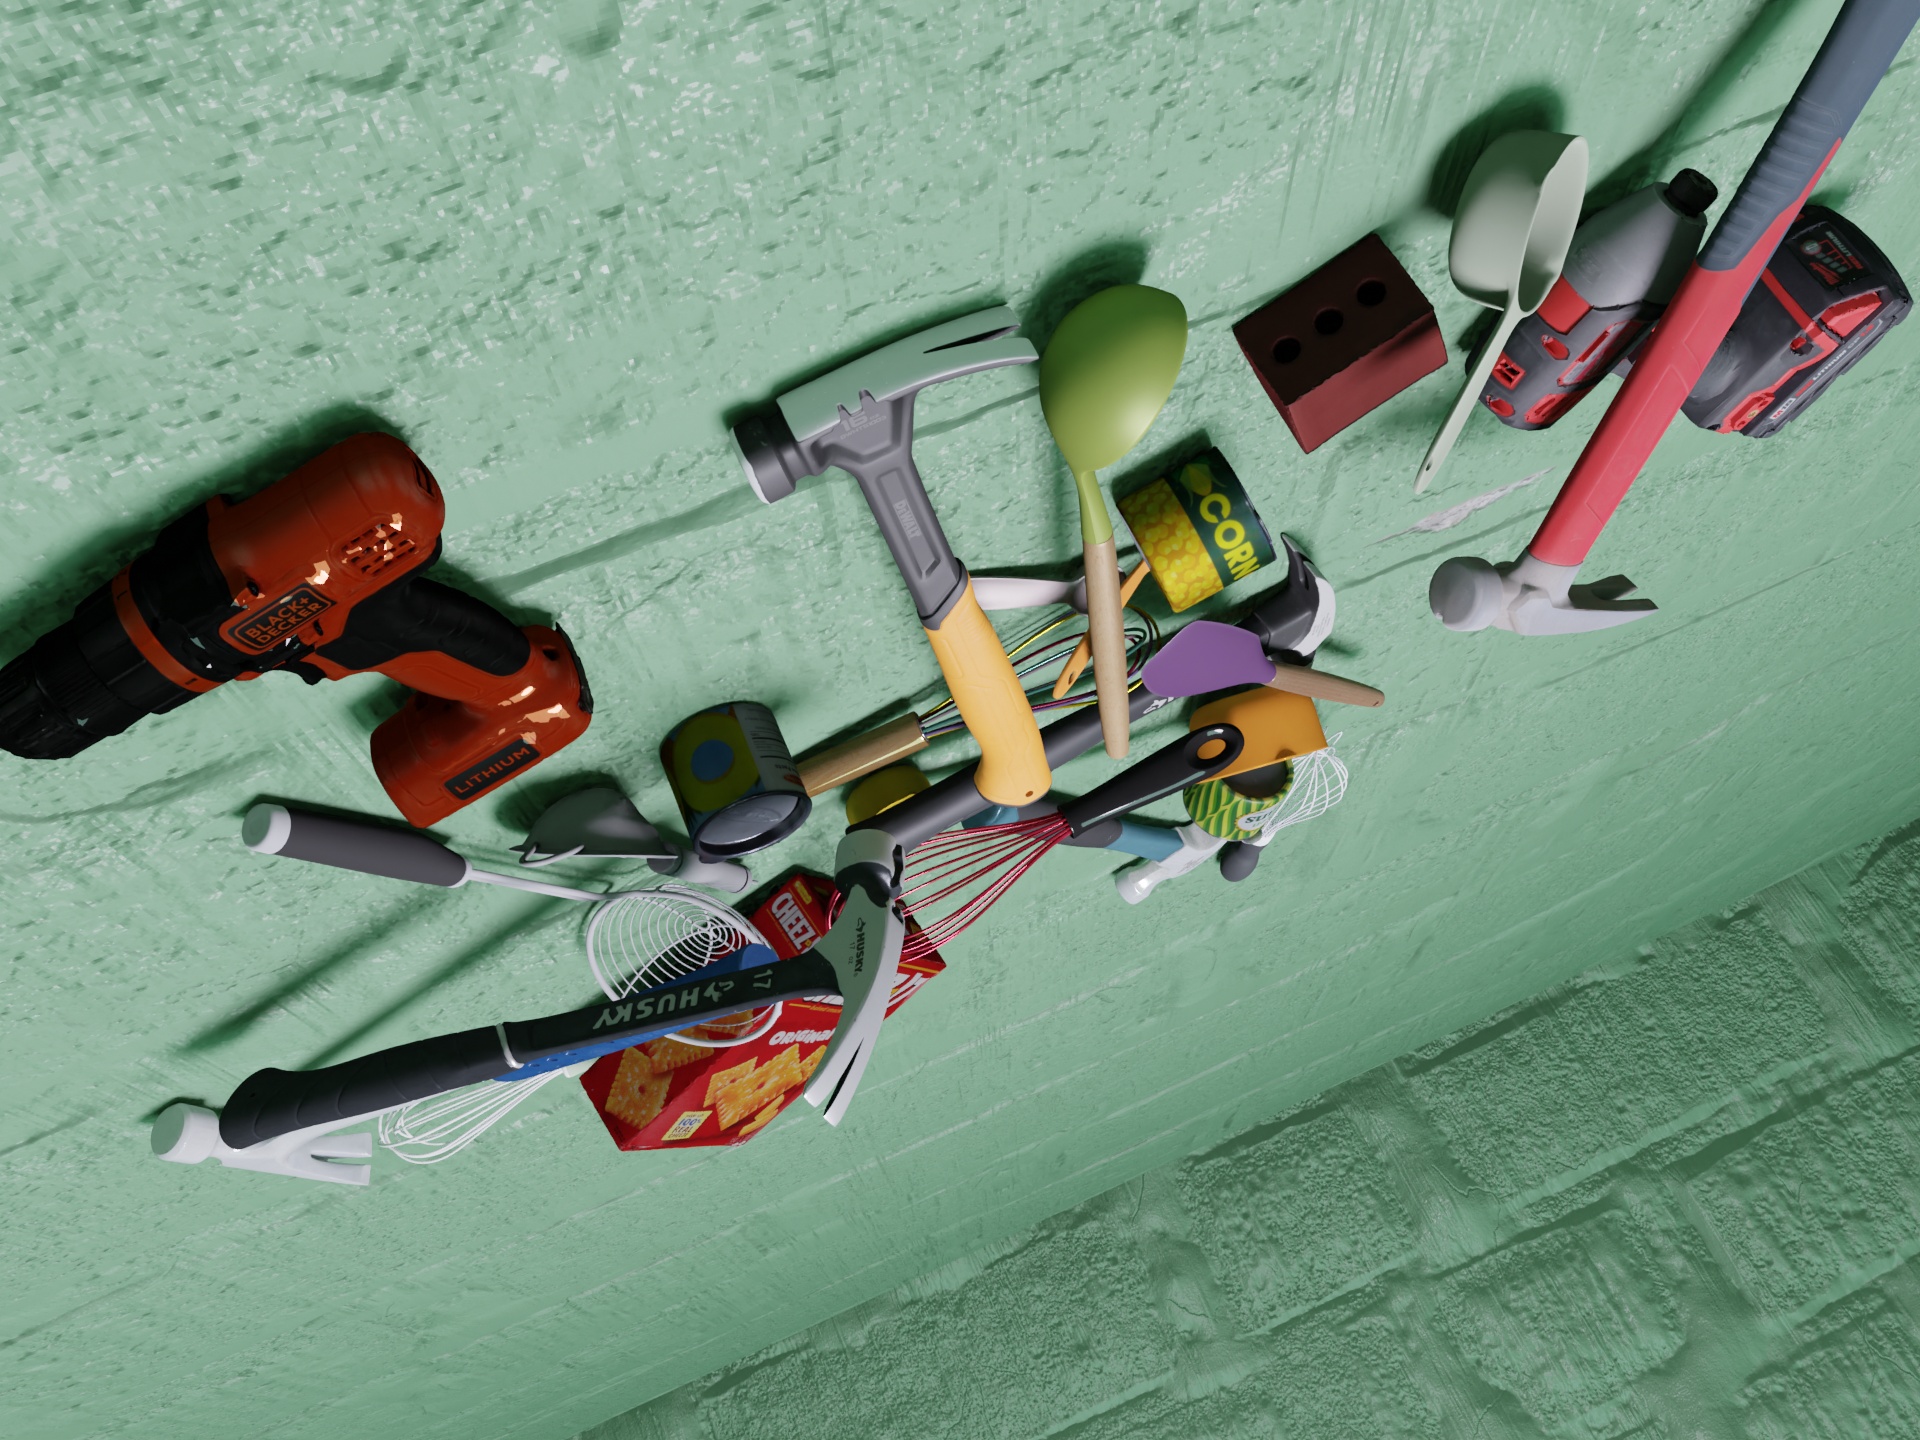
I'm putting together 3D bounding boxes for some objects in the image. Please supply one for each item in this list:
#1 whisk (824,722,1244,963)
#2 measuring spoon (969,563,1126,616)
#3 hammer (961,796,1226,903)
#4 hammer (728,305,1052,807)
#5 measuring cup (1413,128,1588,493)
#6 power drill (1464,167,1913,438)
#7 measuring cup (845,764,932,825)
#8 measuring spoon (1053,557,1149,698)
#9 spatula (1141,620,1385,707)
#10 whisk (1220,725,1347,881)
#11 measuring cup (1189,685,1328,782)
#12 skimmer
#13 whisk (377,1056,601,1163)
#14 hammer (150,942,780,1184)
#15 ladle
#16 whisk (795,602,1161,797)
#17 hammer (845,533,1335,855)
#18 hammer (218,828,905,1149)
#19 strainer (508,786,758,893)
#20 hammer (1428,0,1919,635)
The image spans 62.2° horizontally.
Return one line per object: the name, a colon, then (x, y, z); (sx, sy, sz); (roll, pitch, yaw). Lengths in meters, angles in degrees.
whisk: (0.049, 0.073, 1.009); (0.296, 0.073, 0.073); (-26, 155, -6)
measuring spoon: (0.032, -0.072, 0.840); (0.124, 0.018, 0.034); (-3, 132, -27)
hammer: (0.101, 0.083, 1.175); (0.128, 0.033, 0.330); (-36, 153, 23)
hammer: (0.004, -0.052, 0.767); (0.127, 0.034, 0.336); (-25, 146, -1)
measuring cup: (0.221, -0.178, 0.690); (0.167, 0.038, 0.083); (-63, 153, -2)
power drill: (0.378, -0.214, 0.822); (0.219, 0.079, 0.143); (-5, 147, -32)
measuring cup: (-0.003, 0.038, 1.006); (0.156, 0.029, 0.062); (-18, 152, -30)
measuring spoon: (0.082, -0.054, 0.846); (0.117, 0.011, 0.021); (-54, 155, -24)
spatula: (0.198, -0.026, 0.987); (0.059, 0.018, 0.315); (-45, 152, 24)
whisk: (0.250, 0.078, 1.288); (0.070, 0.070, 0.284); (-19, 158, -14)
measuring cup: (0.158, 0.016, 1.070); (0.173, 0.052, 0.095); (-13, 175, -8)
skimmer: (-0.231, 0.119, 0.865); (0.127, 0.090, 0.363); (-14, 160, 25)
whisk: (-0.286, 0.242, 1.114); (0.246, 0.058, 0.059); (-22, -171, -16)
hammer: (-0.277, 0.207, 0.935); (0.405, 0.035, 0.144); (-21, 149, 22)
ladle: (0.079, -0.073, 0.761); (0.062, 0.078, 0.319); (-2, 145, 8)
whisk: (-0.001, -0.001, 0.898); (0.245, 0.051, 0.047); (-24, 122, 8)
hammer: (0.082, -0.001, 0.958); (0.335, 0.035, 0.146); (-28, 156, -11)
hammer: (-0.217, 0.169, 0.819); (0.409, 0.149, 0.036); (-17, 133, 18)
strainer: (-0.172, 0.074, 0.897); (0.087, 0.050, 0.258); (2, 168, 17)
hammer: (0.358, -0.198, 0.732); (0.143, 0.038, 0.386); (-4, 133, -27)
